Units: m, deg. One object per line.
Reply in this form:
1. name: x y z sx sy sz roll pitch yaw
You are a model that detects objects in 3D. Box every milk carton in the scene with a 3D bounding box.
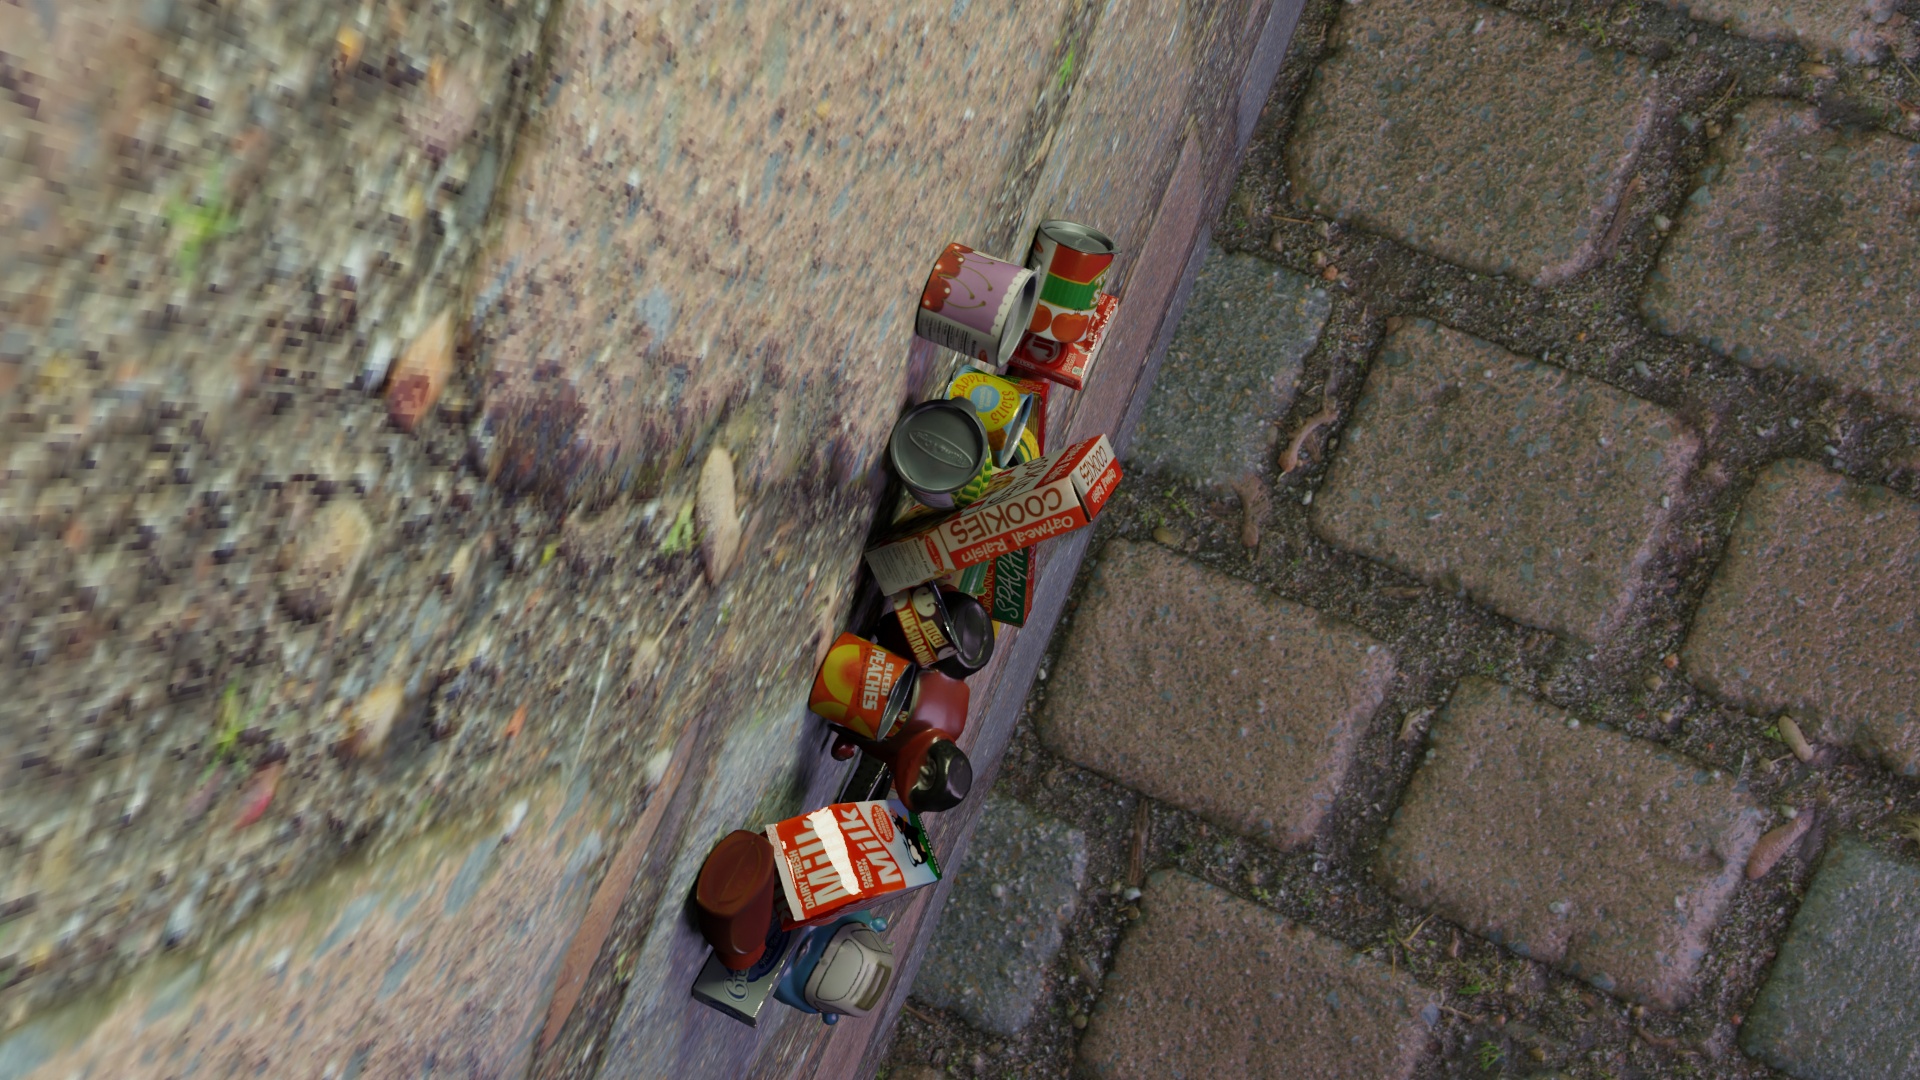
1. milk carton: -0.091 0.242 1.047 0.073 0.072 0.190 -26 164 16

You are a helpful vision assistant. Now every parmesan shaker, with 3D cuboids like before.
1. parmesan shaker: 0.004 -0.014 1.143 0.071 0.071 0.102 -48 159 -64

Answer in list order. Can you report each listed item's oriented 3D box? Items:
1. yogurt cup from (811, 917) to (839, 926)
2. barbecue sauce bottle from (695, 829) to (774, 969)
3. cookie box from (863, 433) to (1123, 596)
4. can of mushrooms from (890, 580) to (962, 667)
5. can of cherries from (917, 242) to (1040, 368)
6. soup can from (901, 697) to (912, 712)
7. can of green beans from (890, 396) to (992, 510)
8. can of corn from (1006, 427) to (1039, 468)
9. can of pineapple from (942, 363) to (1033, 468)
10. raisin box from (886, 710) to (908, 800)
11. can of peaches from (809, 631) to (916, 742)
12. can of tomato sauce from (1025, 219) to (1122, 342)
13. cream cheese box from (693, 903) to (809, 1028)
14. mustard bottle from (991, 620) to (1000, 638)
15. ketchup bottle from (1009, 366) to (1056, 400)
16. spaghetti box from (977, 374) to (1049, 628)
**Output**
1. yogurt cup: -0.126 0.281 1.126 0.072 0.072 0.054 -67 163 -2
2. barbecue sauce bottle: -0.154 0.257 0.961 0.147 0.044 0.065 101 15 -55
3. cookie box: 0.028 -0.020 1.021 0.040 0.167 0.123 66 23 -10
4. can of mushrooms: -0.026 0.060 1.036 0.071 0.033 0.071 -38 106 -89
5. can of cherries: 0.012 -0.154 0.896 0.071 0.058 0.071 20 92 -80
6. soup can: -0.031 0.112 1.273 0.071 0.071 0.084 93 21 -64
7. can of green beans: -0.012 -0.058 0.959 0.057 0.071 0.071 68 45 -78
8. can of corn: 0.030 -0.069 1.186 0.058 0.071 0.071 -51 161 -64
9. can of pineapple: 0.017 -0.096 1.068 0.071 0.058 0.071 20 92 -81
10. raisin box: -0.058 0.218 1.447 0.086 0.040 0.122 -50 160 -60
11. can of peaches: -0.073 0.107 1.031 0.071 0.058 0.071 21 92 -80
12. can of tomato sauce: 0.088 -0.215 1.158 0.071 0.071 0.082 -53 163 -58
13. cream cheese box: -0.154 0.309 1.053 0.024 0.053 0.104 98 17 -51
14. mustard bottle: -0.004 0.076 1.364 0.160 0.065 0.049 39 69 -73
15. ketchup bottle: 0.069 -0.154 1.283 0.064 0.043 0.149 70 43 -77
16. spaghetti box: 0.046 -0.032 1.264 0.029 0.050 0.248 -56 153 -53
